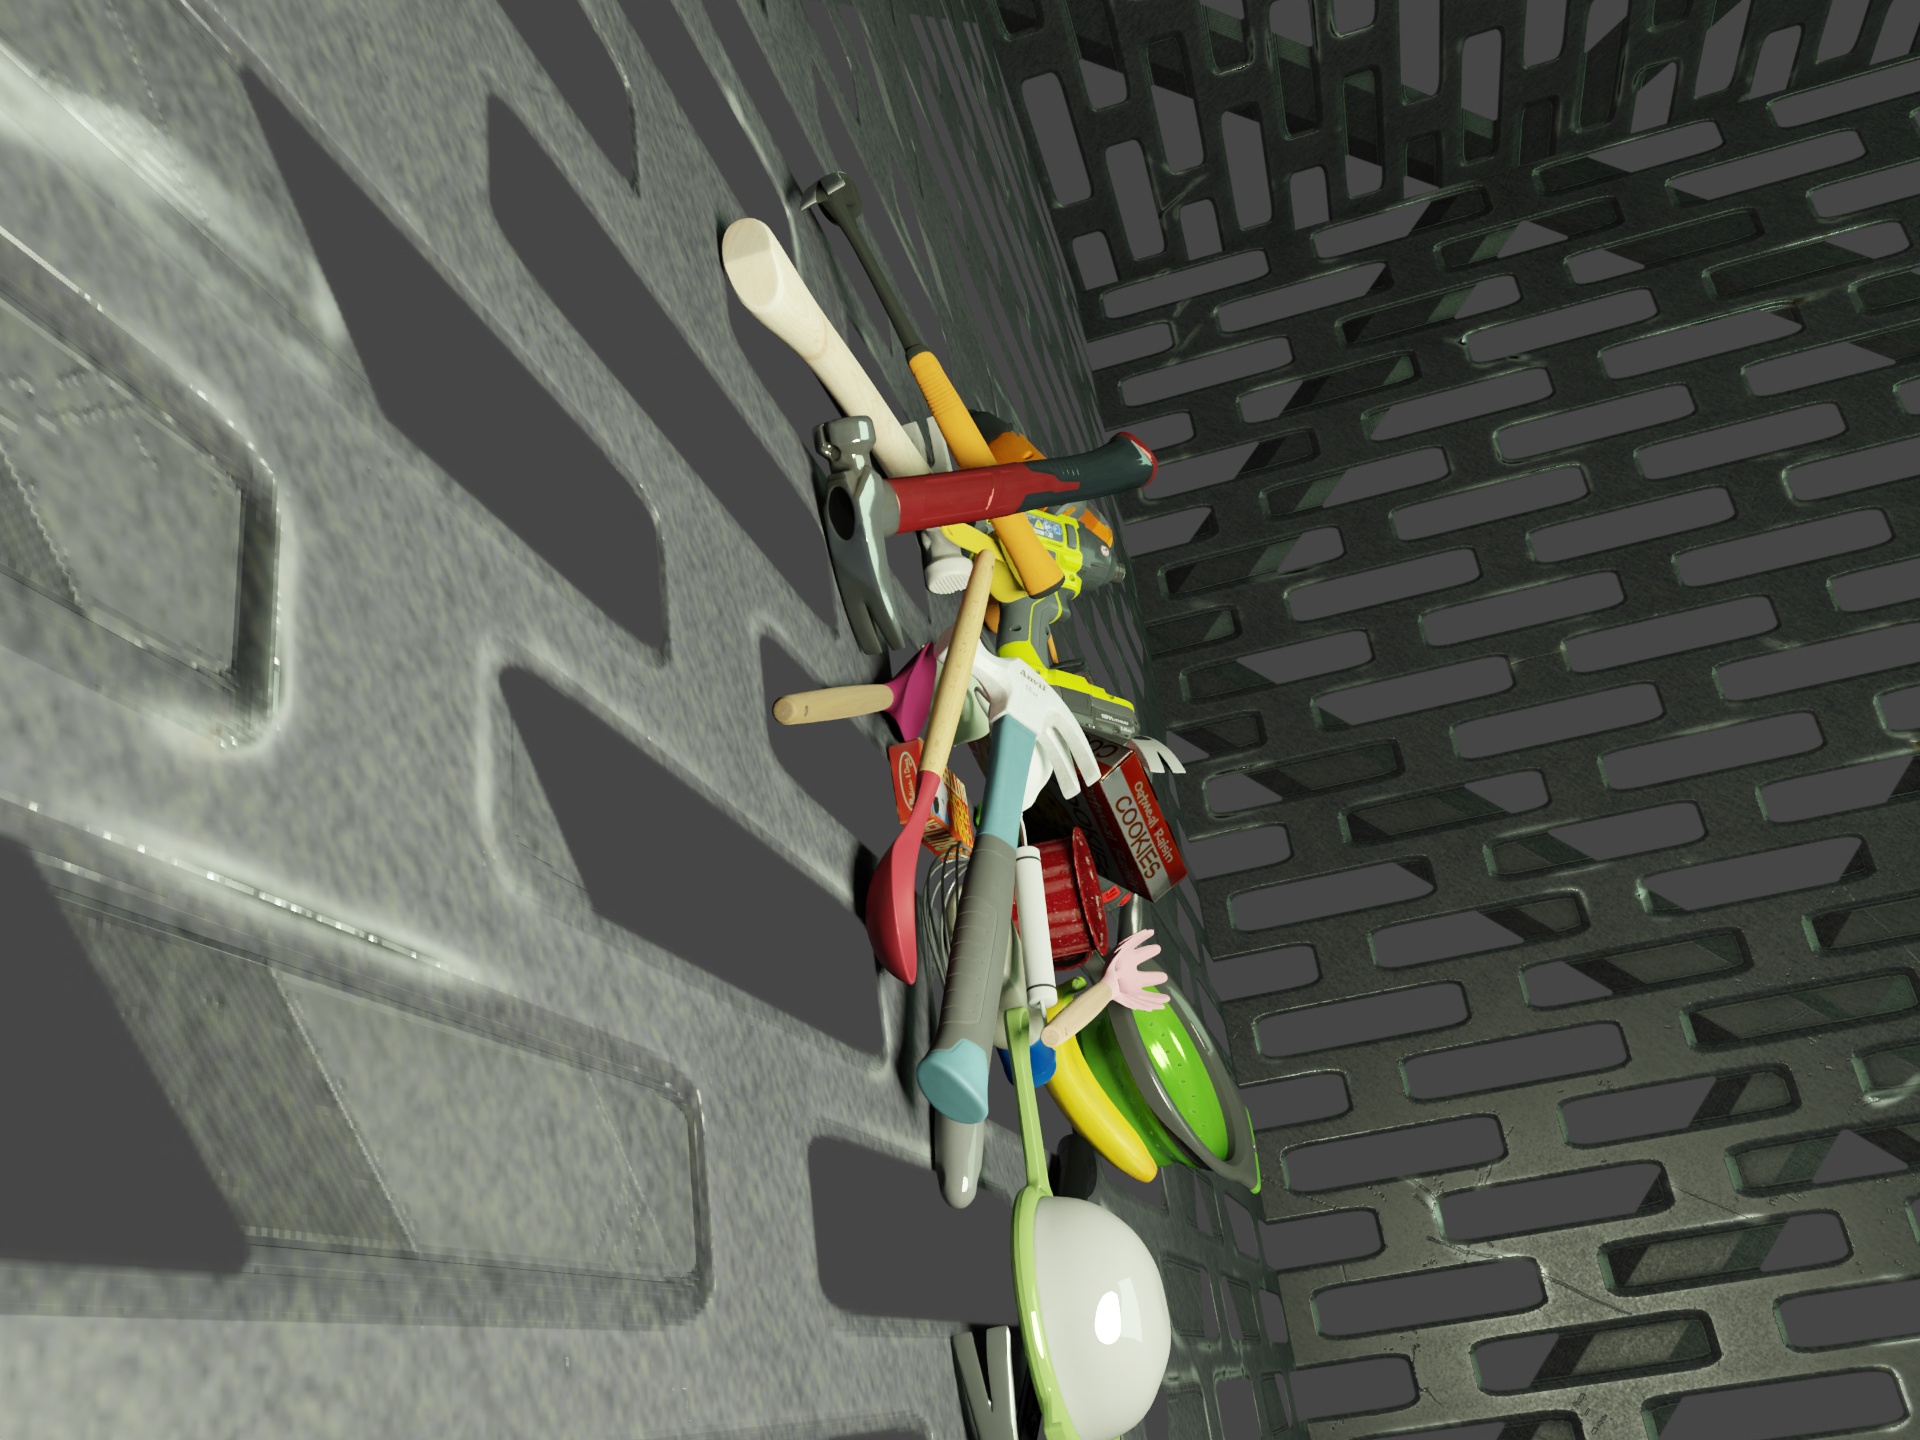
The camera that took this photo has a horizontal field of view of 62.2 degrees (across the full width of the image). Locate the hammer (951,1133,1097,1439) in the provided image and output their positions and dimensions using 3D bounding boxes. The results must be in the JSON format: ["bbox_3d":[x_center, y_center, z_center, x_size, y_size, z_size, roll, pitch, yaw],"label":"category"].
[{"bbox_3d":[0.055,0.359,1.001,0.409,0.036,0.149,-48,123,-77],"label":"hammer"}]

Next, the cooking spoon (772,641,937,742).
[{"bbox_3d":[-0.053,-0.013,0.929,0.319,0.017,0.069,-14,115,-78],"label":"cooking spoon"}]

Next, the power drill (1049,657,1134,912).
[{"bbox_3d":[0.101,0.052,1.422,0.220,0.078,0.143,-93,158,-50],"label":"power drill"}]

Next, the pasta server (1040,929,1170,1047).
[{"bbox_3d":[0.099,0.187,1.080,0.316,0.040,0.060,6,70,-75],"label":"pasta server"}]

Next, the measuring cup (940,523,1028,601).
[{"bbox_3d":[0.011,-0.124,1.183,0.156,0.029,0.062,14,55,-64],"label":"measuring cup"}]

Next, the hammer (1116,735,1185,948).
[{"bbox_3d":[0.165,0.181,1.512,0.146,0.035,0.335,177,-85,-75],"label":"hammer"}]

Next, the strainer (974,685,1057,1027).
[{"bbox_3d":[0.044,0.085,1.053,0.086,0.050,0.259,89,-4,-58],"label":"strainer"}]

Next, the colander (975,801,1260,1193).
[{"bbox_3d":[0.099,0.233,1.273,0.396,0.094,0.205,53,18,-19],"label":"colander"}]

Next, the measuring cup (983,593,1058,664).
[{"bbox_3d":[0.053,-0.091,1.472,0.095,0.052,0.173,-91,165,-49],"label":"measuring cup"}]

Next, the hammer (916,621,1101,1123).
[{"bbox_3d":[0.018,0.085,0.944,0.128,0.033,0.331,35,41,-22],"label":"hammer"}]

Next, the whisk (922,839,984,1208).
[{"bbox_3d":[0.002,0.170,0.932,0.055,0.055,0.239,64,21,-47],"label":"whisk"}]

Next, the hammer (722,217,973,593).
[{"bbox_3d":[-0.067,-0.219,1.067,0.410,0.038,0.146,46,31,-69],"label":"hammer"}]

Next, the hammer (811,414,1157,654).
[{"bbox_3d":[0.038,-0.146,1.105,0.386,0.038,0.143,-20,100,-54],"label":"hammer"}]

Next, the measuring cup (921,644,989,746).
[{"bbox_3d":[-0.002,-0.004,1.123,0.168,0.038,0.083,-82,156,-66],"label":"measuring cup"}]

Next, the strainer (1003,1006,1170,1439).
[{"bbox_3d":[0.074,0.285,0.917,0.151,0.069,0.257,54,25,-61],"label":"strainer"}]

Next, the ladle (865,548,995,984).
[{"bbox_3d":[-0.012,0.012,0.928,0.069,0.031,0.316,78,20,-49],"label":"ladle"}]

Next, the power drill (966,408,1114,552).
[{"bbox_3d":[0.064,-0.221,1.544,0.164,0.084,0.226,48,5,17],"label":"power drill"}]

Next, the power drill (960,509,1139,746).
[{"bbox_3d":[0.077,-0.076,1.335,0.171,0.080,0.223,14,57,-30],"label":"power drill"}]

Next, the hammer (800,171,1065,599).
[{"bbox_3d":[-0.014,-0.234,1.142,0.336,0.034,0.127,60,10,-15],"label":"hammer"}]
